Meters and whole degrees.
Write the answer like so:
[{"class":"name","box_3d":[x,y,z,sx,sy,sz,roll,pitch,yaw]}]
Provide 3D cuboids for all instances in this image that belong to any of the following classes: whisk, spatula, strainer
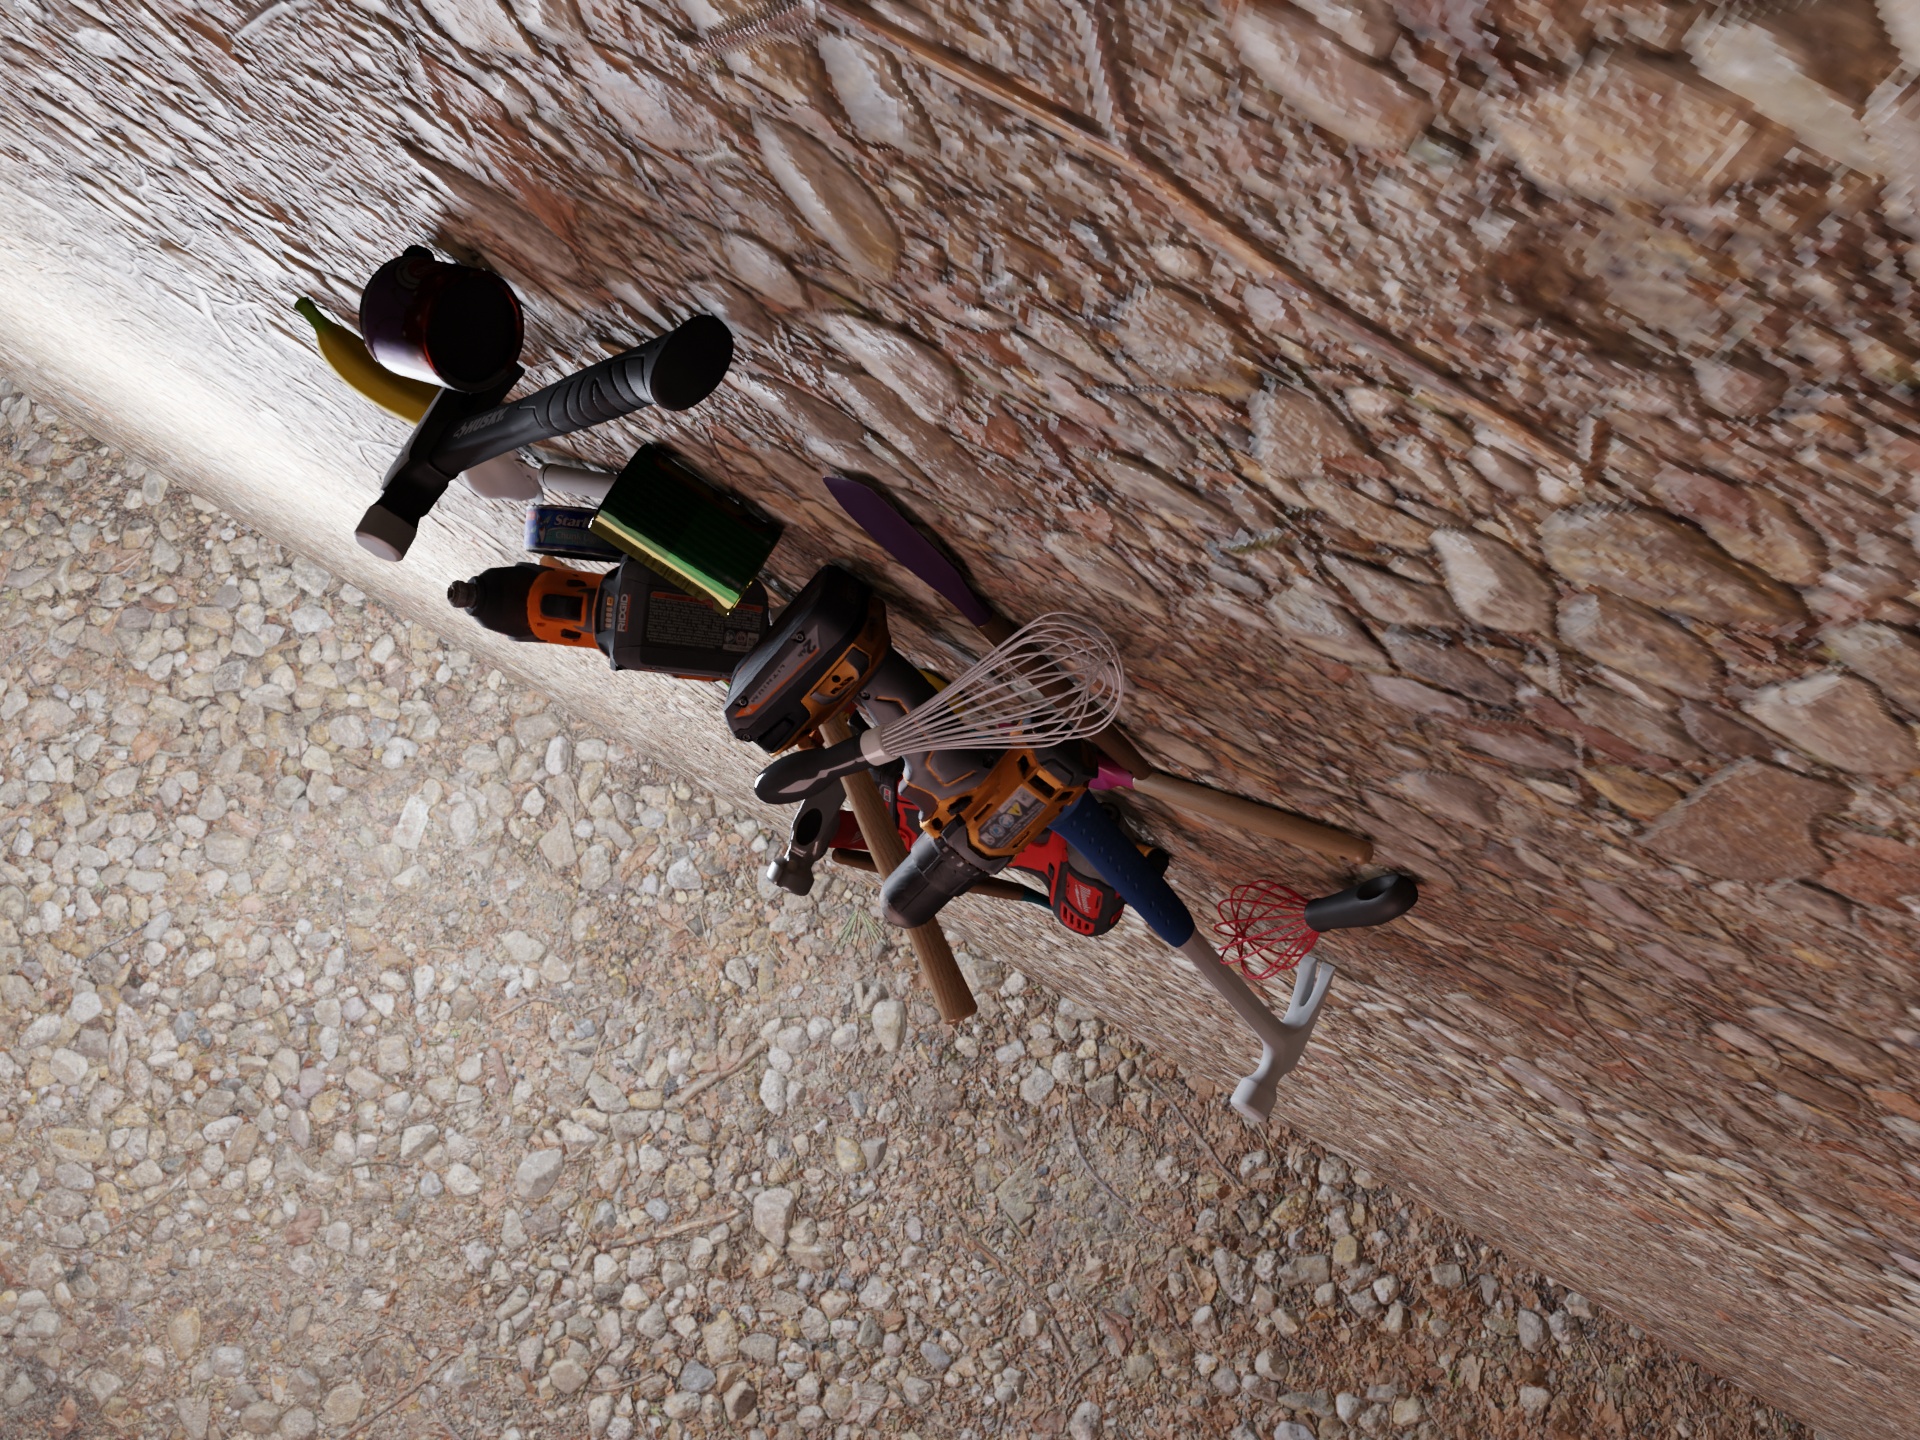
[{"class":"whisk","box_3d":[-0.023,0.004,0.924,0.284,0.070,0.070,-20,135,37]},{"class":"spatula","box_3d":[0.031,0.133,1.372,0.317,0.044,0.082,14,180,-31]},{"class":"whisk","box_3d":[0.240,0.135,1.096,0.073,0.073,0.295,31,164,-3]},{"class":"strainer","box_3d":[-0.306,-0.179,1.165,0.259,0.050,0.086,15,147,42]},{"class":"spatula","box_3d":[0.026,-0.047,0.937,0.060,0.018,0.315,18,162,49]},{"class":"spatula","box_3d":[-0.121,0.025,1.438,0.081,0.041,0.322,44,176,3]}]

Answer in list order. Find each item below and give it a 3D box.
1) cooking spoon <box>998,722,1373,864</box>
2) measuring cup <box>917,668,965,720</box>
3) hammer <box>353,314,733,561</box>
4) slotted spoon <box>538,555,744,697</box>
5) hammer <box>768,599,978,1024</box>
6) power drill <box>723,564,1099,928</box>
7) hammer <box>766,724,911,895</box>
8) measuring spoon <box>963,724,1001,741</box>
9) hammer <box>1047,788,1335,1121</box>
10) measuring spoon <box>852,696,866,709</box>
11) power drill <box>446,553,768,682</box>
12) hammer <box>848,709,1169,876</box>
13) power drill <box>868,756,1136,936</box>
[{"class":"cooking spoon","box_3d":[0.138,0.045,1.054,0.319,0.017,0.068,19,160,47]},{"class":"measuring cup","box_3d":[0.018,0.010,1.180,0.156,0.029,0.062,32,170,-11]},{"class":"hammer","box_3d":[-0.222,-0.169,0.855,0.035,0.146,0.335,37,155,-33]},{"class":"slotted spoon","box_3d":[-0.253,-0.071,1.393,0.313,0.031,0.070,35,-156,-51]},{"class":"hammer","box_3d":[-0.066,0.065,1.161,0.130,0.031,0.331,125,121,-82]},{"class":"power drill","box_3d":[-0.048,0.028,1.053,0.226,0.185,0.084,37,-158,-18]},{"class":"hammer","box_3d":[-0.072,0.090,1.465,0.038,0.143,0.386,28,-179,14]},{"class":"measuring spoon","box_3d":[-0.002,-0.004,1.220,0.128,0.021,0.042,21,169,2]},{"class":"hammer","box_3d":[0.179,0.165,1.231,0.035,0.144,0.405,16,156,46]},{"class":"measuring spoon","box_3d":[-0.115,-0.045,1.330,0.124,0.018,0.034,35,-177,10]},{"class":"power drill","box_3d":[-0.267,-0.081,1.184,0.164,0.084,0.227,5,-177,-43]},{"class":"hammer","box_3d":[0.038,0.073,1.389,0.337,0.034,0.127,20,166,41]},{"class":"power drill","box_3d":[0.036,0.081,1.266,0.220,0.079,0.143,24,145,15]}]
